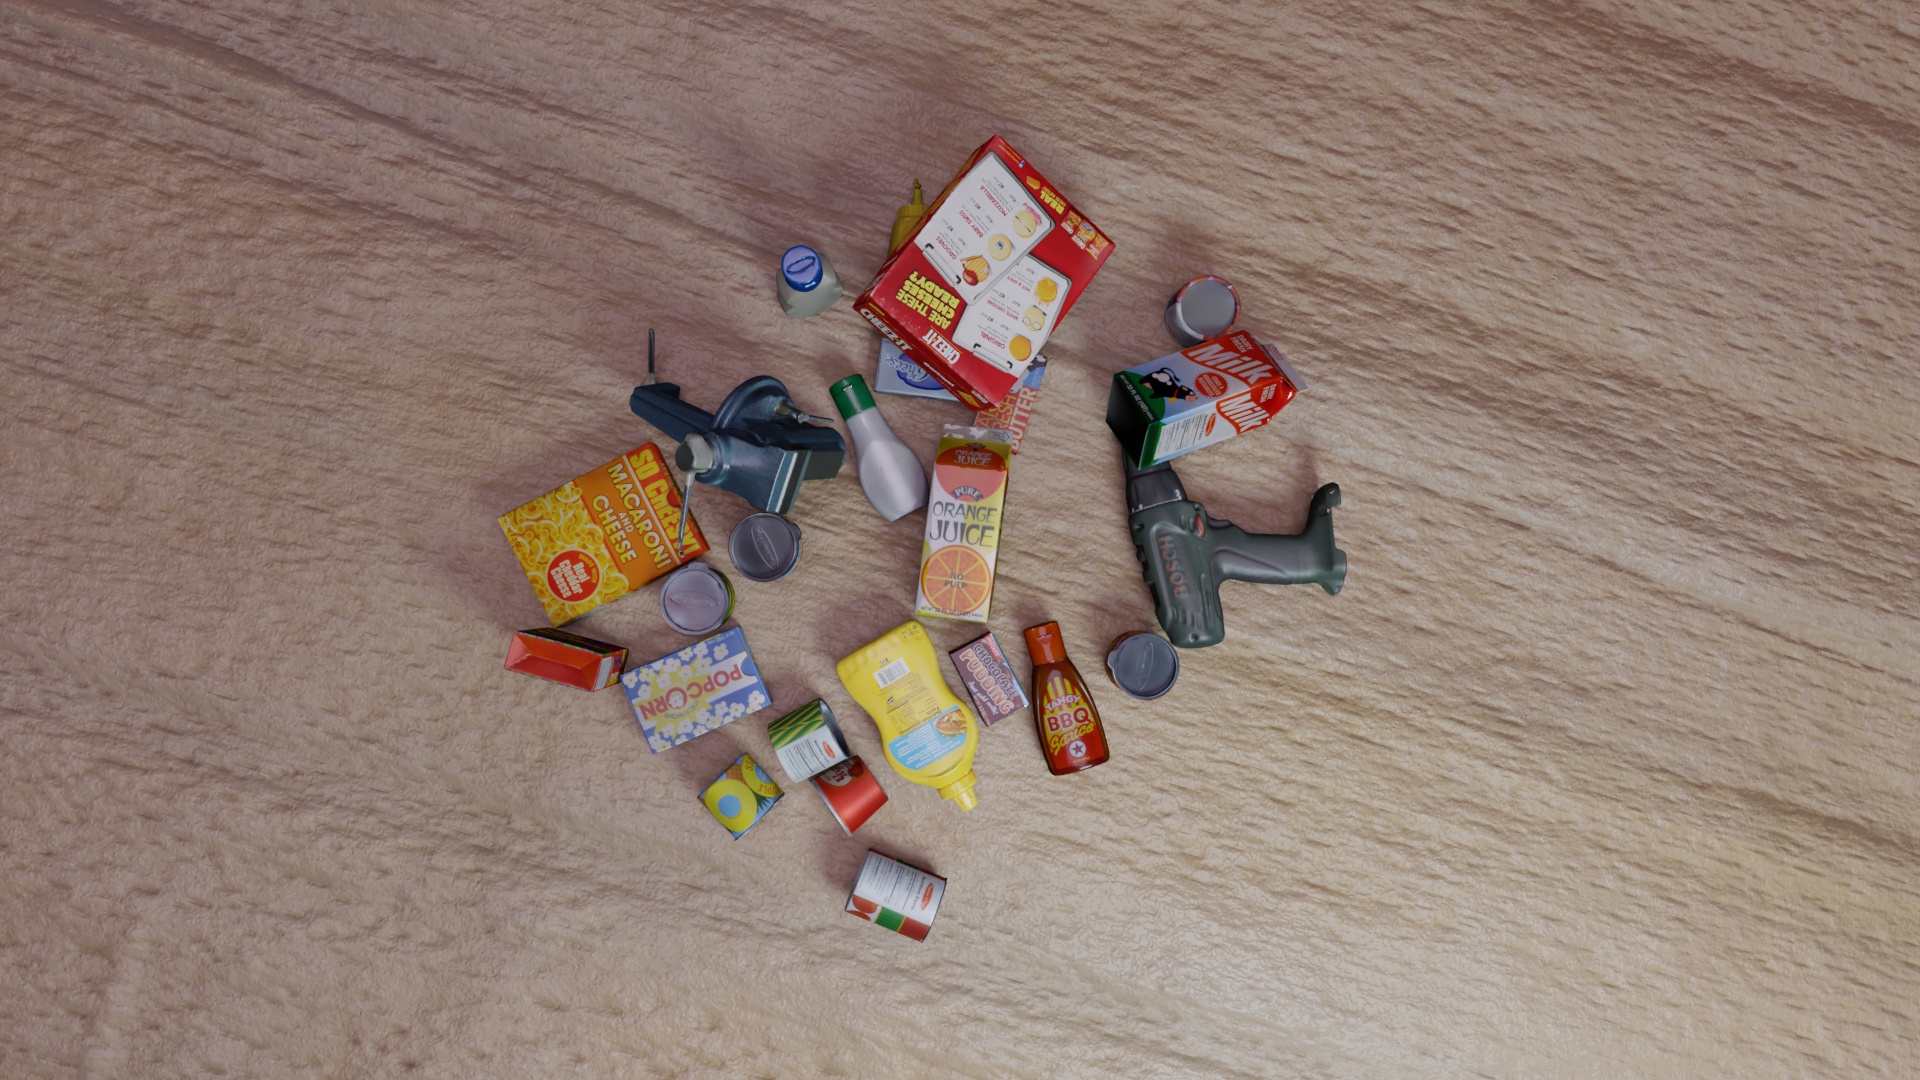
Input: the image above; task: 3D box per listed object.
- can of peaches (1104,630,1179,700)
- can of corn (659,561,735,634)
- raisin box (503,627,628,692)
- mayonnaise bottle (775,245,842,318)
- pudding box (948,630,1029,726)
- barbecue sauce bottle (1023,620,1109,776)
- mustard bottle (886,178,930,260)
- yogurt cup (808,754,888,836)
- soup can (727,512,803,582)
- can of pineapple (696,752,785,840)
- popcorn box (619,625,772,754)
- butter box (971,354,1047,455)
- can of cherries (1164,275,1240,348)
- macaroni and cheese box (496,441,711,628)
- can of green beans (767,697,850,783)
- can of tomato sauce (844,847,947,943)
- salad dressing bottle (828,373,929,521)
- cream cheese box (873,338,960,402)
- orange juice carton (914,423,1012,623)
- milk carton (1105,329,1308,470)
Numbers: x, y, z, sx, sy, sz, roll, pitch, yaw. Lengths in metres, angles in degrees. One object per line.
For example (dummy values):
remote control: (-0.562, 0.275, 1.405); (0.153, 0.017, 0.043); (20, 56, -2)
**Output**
can of peaches: (0.177, 0.122, 1.381); (0.071, 0.058, 0.071); (0, 89, -2)
can of corn: (-0.256, 0.056, 1.362); (0.071, 0.058, 0.071); (0, 89, -2)
raisin box: (-0.372, 0.113, 1.322); (0.086, 0.123, 0.040); (15, 88, -2)
mayonnaise bottle: (-0.148, -0.249, 1.331); (0.065, 0.148, 0.041); (-25, 90, -3)
pudding box: (0.028, 0.138, 1.387); (0.050, 0.030, 0.083); (-27, 90, -4)
barbecue sauce bottle: (0.099, 0.155, 1.383); (0.065, 0.043, 0.148); (-16, 89, -2)
mustard bottle: (-0.043, -0.281, 1.387); (0.065, 0.049, 0.160); (2, 87, -11)
yogurt cup: (-0.107, 0.247, 1.361); (0.054, 0.072, 0.072); (-35, 90, -11)
soup can: (-0.186, 0.006, 1.354); (0.071, 0.084, 0.071); (0, 89, -3)
can of pineapple: (-0.213, 0.248, 1.353); (0.071, 0.071, 0.058); (-43, 91, -3)
popcorn box: (-0.259, 0.147, 1.369); (0.127, 0.038, 0.085); (-23, 88, -3)
butter box: (0.048, -0.142, 1.399); (0.053, 0.024, 0.103); (17, 87, -2)
can of cherries: (0.245, -0.231, 1.394); (0.071, 0.058, 0.071); (0, 89, -2)
macaroni and cheese box: (-0.349, -0.005, 1.368); (0.166, 0.040, 0.123); (-27, 91, -3)
can of green beans: (-0.148, 0.196, 1.358); (0.058, 0.071, 0.071); (-27, 90, 0)
can of tomato sauce: (-0.064, 0.347, 1.359); (0.083, 0.071, 0.071); (22, 88, -1)
salad dressing bottle: (-0.083, -0.093, 1.383); (0.064, 0.044, 0.147); (-26, 89, -1)
cream cheese box: (-0.032, -0.170, 1.396); (0.104, 0.024, 0.053); (7, 88, -2)
orange juice carton: (0.005, -0.017, 1.367); (0.072, 0.073, 0.192); (7, 88, 4)
milk carton: (0.244, -0.144, 1.362); (0.191, 0.073, 0.072); (-19, 57, -16)
